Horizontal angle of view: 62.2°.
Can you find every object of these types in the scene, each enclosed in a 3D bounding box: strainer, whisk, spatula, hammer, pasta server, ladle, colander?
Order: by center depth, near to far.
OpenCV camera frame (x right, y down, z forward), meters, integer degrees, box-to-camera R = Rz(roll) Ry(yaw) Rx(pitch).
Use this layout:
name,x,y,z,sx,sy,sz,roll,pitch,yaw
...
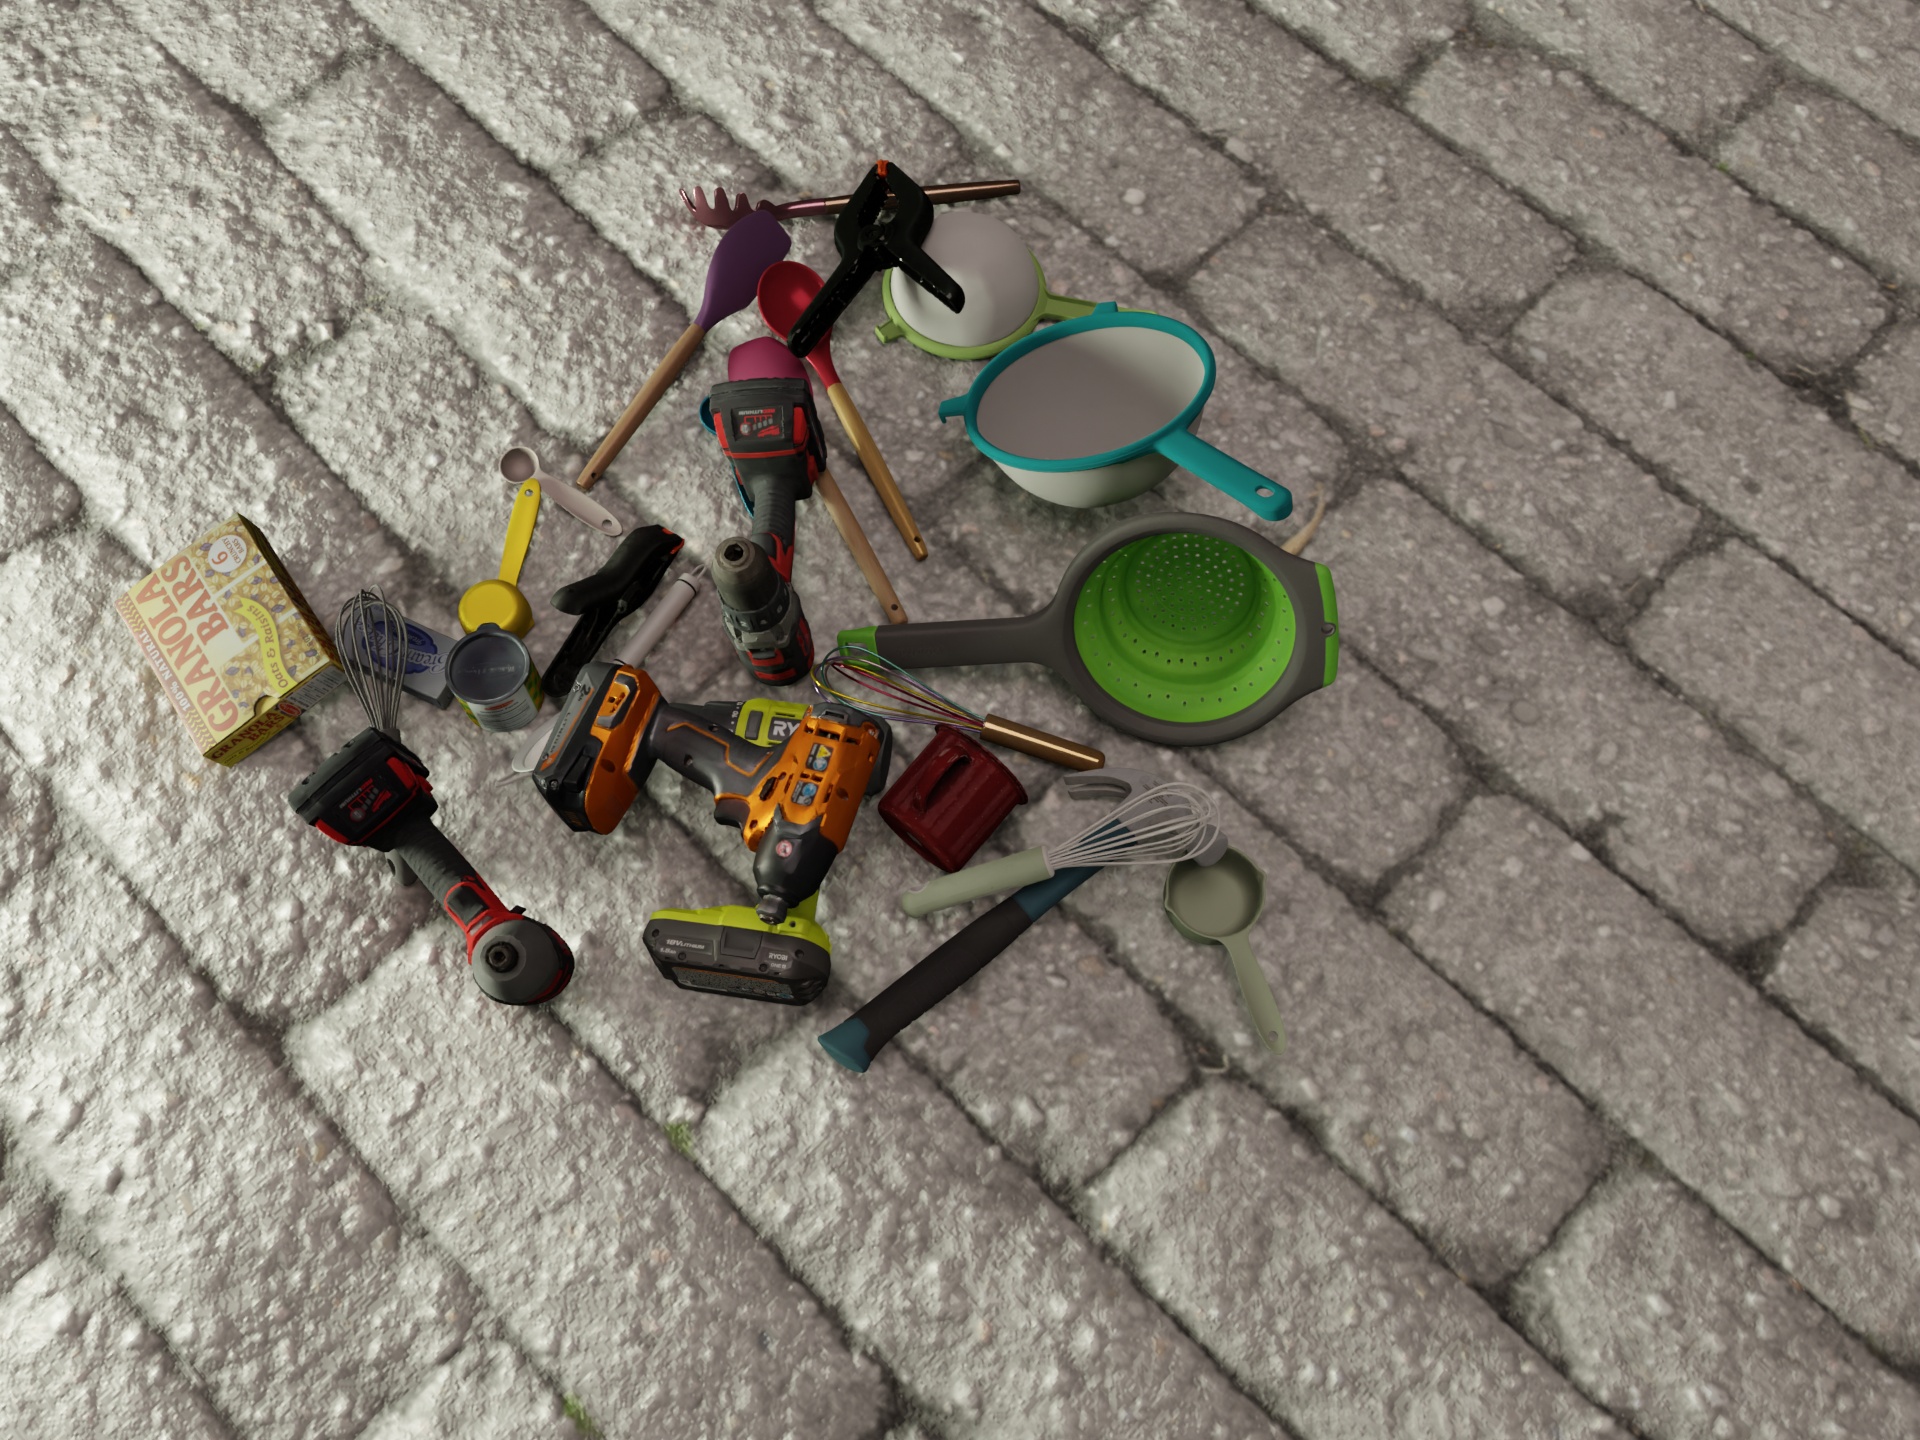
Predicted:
name,x,y,z,sx,sy,sz,roll,pitch,yaw
whisk,0.072,0.102,1.174,0.246,0.058,0.059,-18,98,8
hammer,0.036,0.151,1.195,0.331,0.033,0.128,-37,52,-11
whisk,-0.444,0.010,1.232,0.055,0.055,0.239,-10,81,-6
whisk,-0.002,-0.005,1.268,0.245,0.047,0.051,18,91,-1
strainer,-0.276,-0.032,1.275,0.087,0.050,0.258,2,50,47
colander,0.100,-0.085,1.279,0.397,0.204,0.095,-2,31,14
strainer,0.150,-0.214,1.293,0.211,0.095,0.341,-35,47,-15
ladle,-0.098,-0.271,1.389,0.069,0.031,0.316,-20,71,-20
spatula,-0.247,-0.328,1.405,0.018,0.059,0.316,10,63,48
strainer,0.056,-0.392,1.421,0.256,0.069,0.152,13,67,5
pasta server,-0.100,-0.488,1.475,0.316,0.060,0.040,-8,108,-7

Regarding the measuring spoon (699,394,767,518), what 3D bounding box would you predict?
name,x,y,z,sx,sy,sz,roll,pitch,yaw
measuring spoon,-0.192,-0.224,1.375,0.042,0.021,0.129,-17,77,-16

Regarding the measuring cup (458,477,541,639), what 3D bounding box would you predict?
name,x,y,z,sx,sy,sz,roll,pitch,yaw
measuring cup,-0.374,-0.135,1.315,0.062,0.029,0.157,9,73,2

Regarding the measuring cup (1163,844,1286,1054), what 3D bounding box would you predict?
name,x,y,z,sx,sy,sz,roll,pitch,yaw
measuring cup,0.207,0.175,1.203,0.083,0.038,0.168,-17,70,-8

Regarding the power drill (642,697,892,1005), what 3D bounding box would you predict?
name,x,y,z,sx,sy,sz,roll,pitch,yaw
power drill,-0.163,0.088,1.209,0.190,0.080,0.229,7,65,5

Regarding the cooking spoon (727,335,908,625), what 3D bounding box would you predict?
name,x,y,z,sx,sy,sz,roll,pitch,yaw
cooking spoon,-0.119,-0.210,1.366,0.069,0.017,0.319,-24,69,-11

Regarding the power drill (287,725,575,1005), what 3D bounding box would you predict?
name,x,y,z,sx,sy,sz,roll,pitch,yaw
power drill,-0.368,0.113,1.135,0.078,0.143,0.220,-43,85,-10

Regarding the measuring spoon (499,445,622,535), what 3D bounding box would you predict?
name,x,y,z,sx,sy,sz,roll,pitch,yaw
measuring spoon,-0.339,-0.191,1.357,0.124,0.018,0.034,34,79,5

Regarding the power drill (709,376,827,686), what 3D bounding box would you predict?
name,x,y,z,sx,sy,sz,roll,pitch,yaw
power drill,-0.156,-0.159,1.250,0.080,0.187,0.227,-3,68,4

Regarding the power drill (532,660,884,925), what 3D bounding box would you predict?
name,x,y,z,sx,sy,sz,roll,pitch,yaw
power drill,-0.185,0.051,1.145,0.226,0.084,0.164,12,64,13
